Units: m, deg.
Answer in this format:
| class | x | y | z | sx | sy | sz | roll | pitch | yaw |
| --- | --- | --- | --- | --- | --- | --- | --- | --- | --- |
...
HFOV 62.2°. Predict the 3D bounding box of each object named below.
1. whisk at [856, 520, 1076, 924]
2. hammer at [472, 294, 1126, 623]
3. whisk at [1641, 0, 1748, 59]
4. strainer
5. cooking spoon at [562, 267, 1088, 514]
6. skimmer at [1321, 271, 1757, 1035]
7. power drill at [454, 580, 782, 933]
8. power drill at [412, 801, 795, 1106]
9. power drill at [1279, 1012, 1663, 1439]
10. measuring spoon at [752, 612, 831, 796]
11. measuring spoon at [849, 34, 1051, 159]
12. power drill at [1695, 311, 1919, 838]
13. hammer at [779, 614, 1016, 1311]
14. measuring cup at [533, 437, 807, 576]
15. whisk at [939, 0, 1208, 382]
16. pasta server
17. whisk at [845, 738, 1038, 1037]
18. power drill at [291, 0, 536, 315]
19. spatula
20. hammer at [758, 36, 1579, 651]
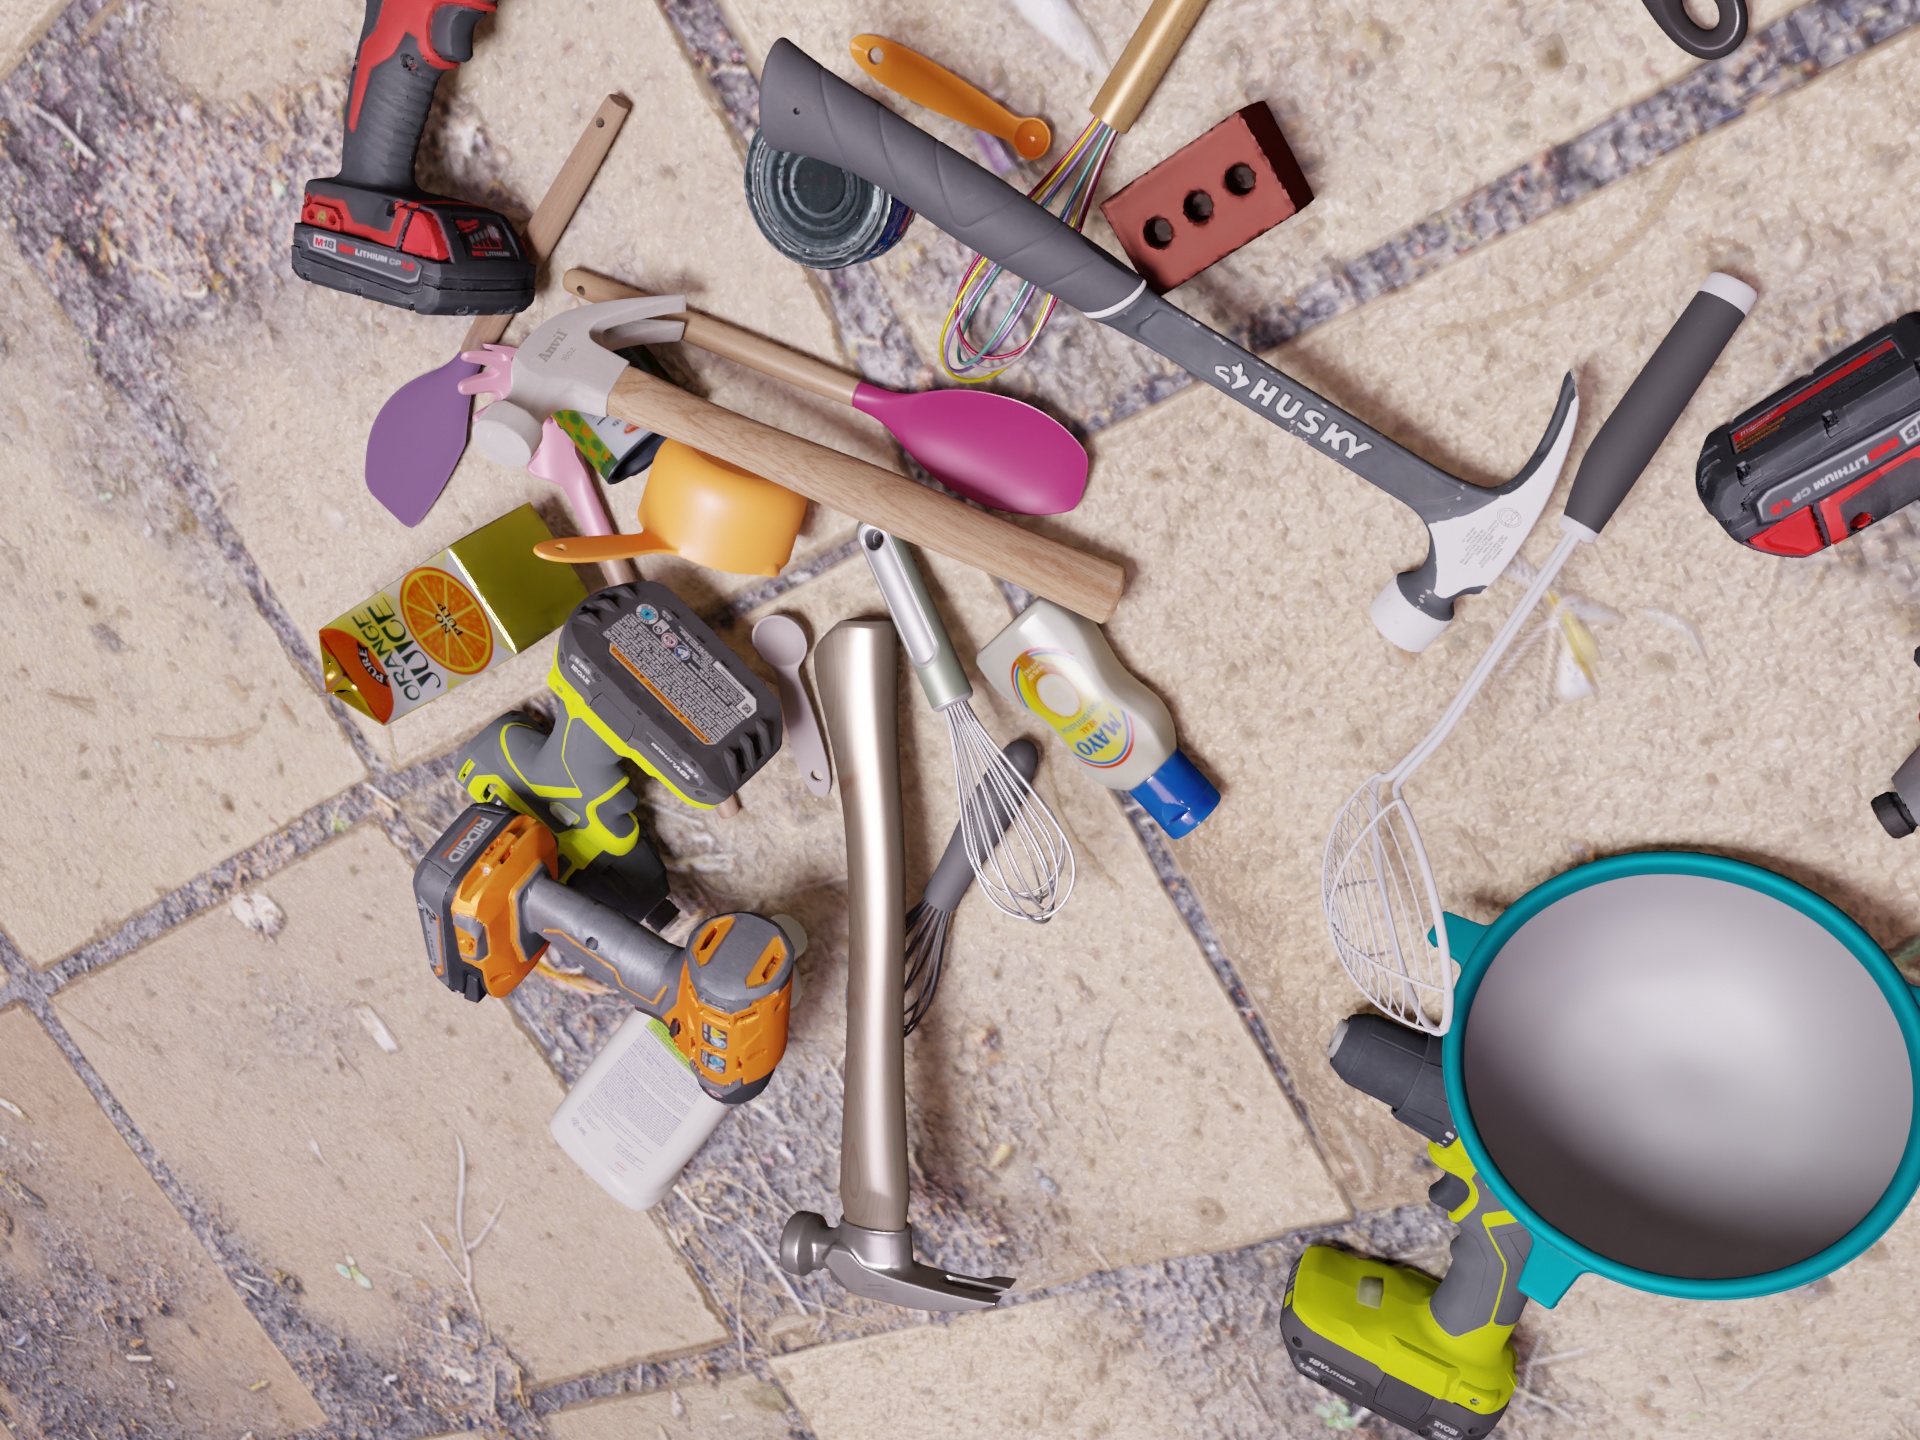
| class | x | y | z | sx | sy | sz | roll | pitch | yaw |
| --- | --- | --- | --- | --- | --- | --- | --- | --- | --- |
| whisk | -0.001 | -0.003 | 0.872 | 0.058 | 0.059 | 0.246 | -25 | 86 | 26 |
| hammer | -0.070 | -0.129 | 0.825 | 0.331 | 0.130 | 0.031 | 22 | 145 | -3 |
| whisk | 0.219 | -0.382 | 0.628 | 0.073 | 0.073 | 0.295 | -36 | 102 | 31 |
| strainer | 0.408 | 0.161 | 0.759 | 0.340 | 0.211 | 0.095 | -15 | 149 | 14 |
| cooking spoon | -0.078 | -0.186 | 0.860 | 0.319 | 0.017 | 0.068 | 24 | 134 | 12 |
| skimmer | 0.275 | -0.022 | 0.736 | 0.090 | 0.127 | 0.363 | 27 | 105 | -8 |
| power drill | -0.204 | 0.032 | 0.960 | 0.171 | 0.080 | 0.223 | 45 | 137 | -1 |
| power drill | -0.208 | 0.153 | 0.961 | 0.226 | 0.084 | 0.164 | 22 | 138 | 11 |
| power drill | 0.268 | 0.279 | 0.891 | 0.190 | 0.080 | 0.228 | 24 | 117 | 10 |
| measuring spoon | -0.095 | -0.010 | 0.952 | 0.034 | 0.018 | 0.124 | -2 | 119 | 19 |
| measuring spoon | -0.005 | -0.308 | 0.782 | 0.117 | 0.011 | 0.021 | 32 | 118 | 11 |
| power drill | 0.421 | -0.049 | 0.682 | 0.143 | 0.078 | 0.219 | -35 | 99 | 31 |
| hammer | -0.041 | 0.145 | 0.928 | 0.146 | 0.038 | 0.410 | 4 | 101 | 24 |
| measuring cup | -0.150 | -0.116 | 0.834 | 0.095 | 0.173 | 0.052 | 36 | 118 | 22 |
| whisk | 0.061 | -0.265 | 0.759 | 0.047 | 0.051 | 0.245 | 27 | 118 | -14 |
| pasta server | -0.207 | -0.078 | 0.952 | 0.060 | 0.040 | 0.316 | -10 | 110 | 39 |
| whisk | -0.012 | 0.107 | 0.949 | 0.055 | 0.055 | 0.239 | 32 | 117 | 7 |
| power drill | -0.262 | -0.330 | 0.828 | 0.188 | 0.080 | 0.226 | 19 | 111 | 21 |
| spatula | -0.274 | -0.232 | 0.922 | 0.060 | 0.018 | 0.316 | 45 | 122 | 0 |
| hammer | 0.090 | -0.185 | 0.721 | 0.409 | 0.036 | 0.149 | 30 | 127 | -8 |
